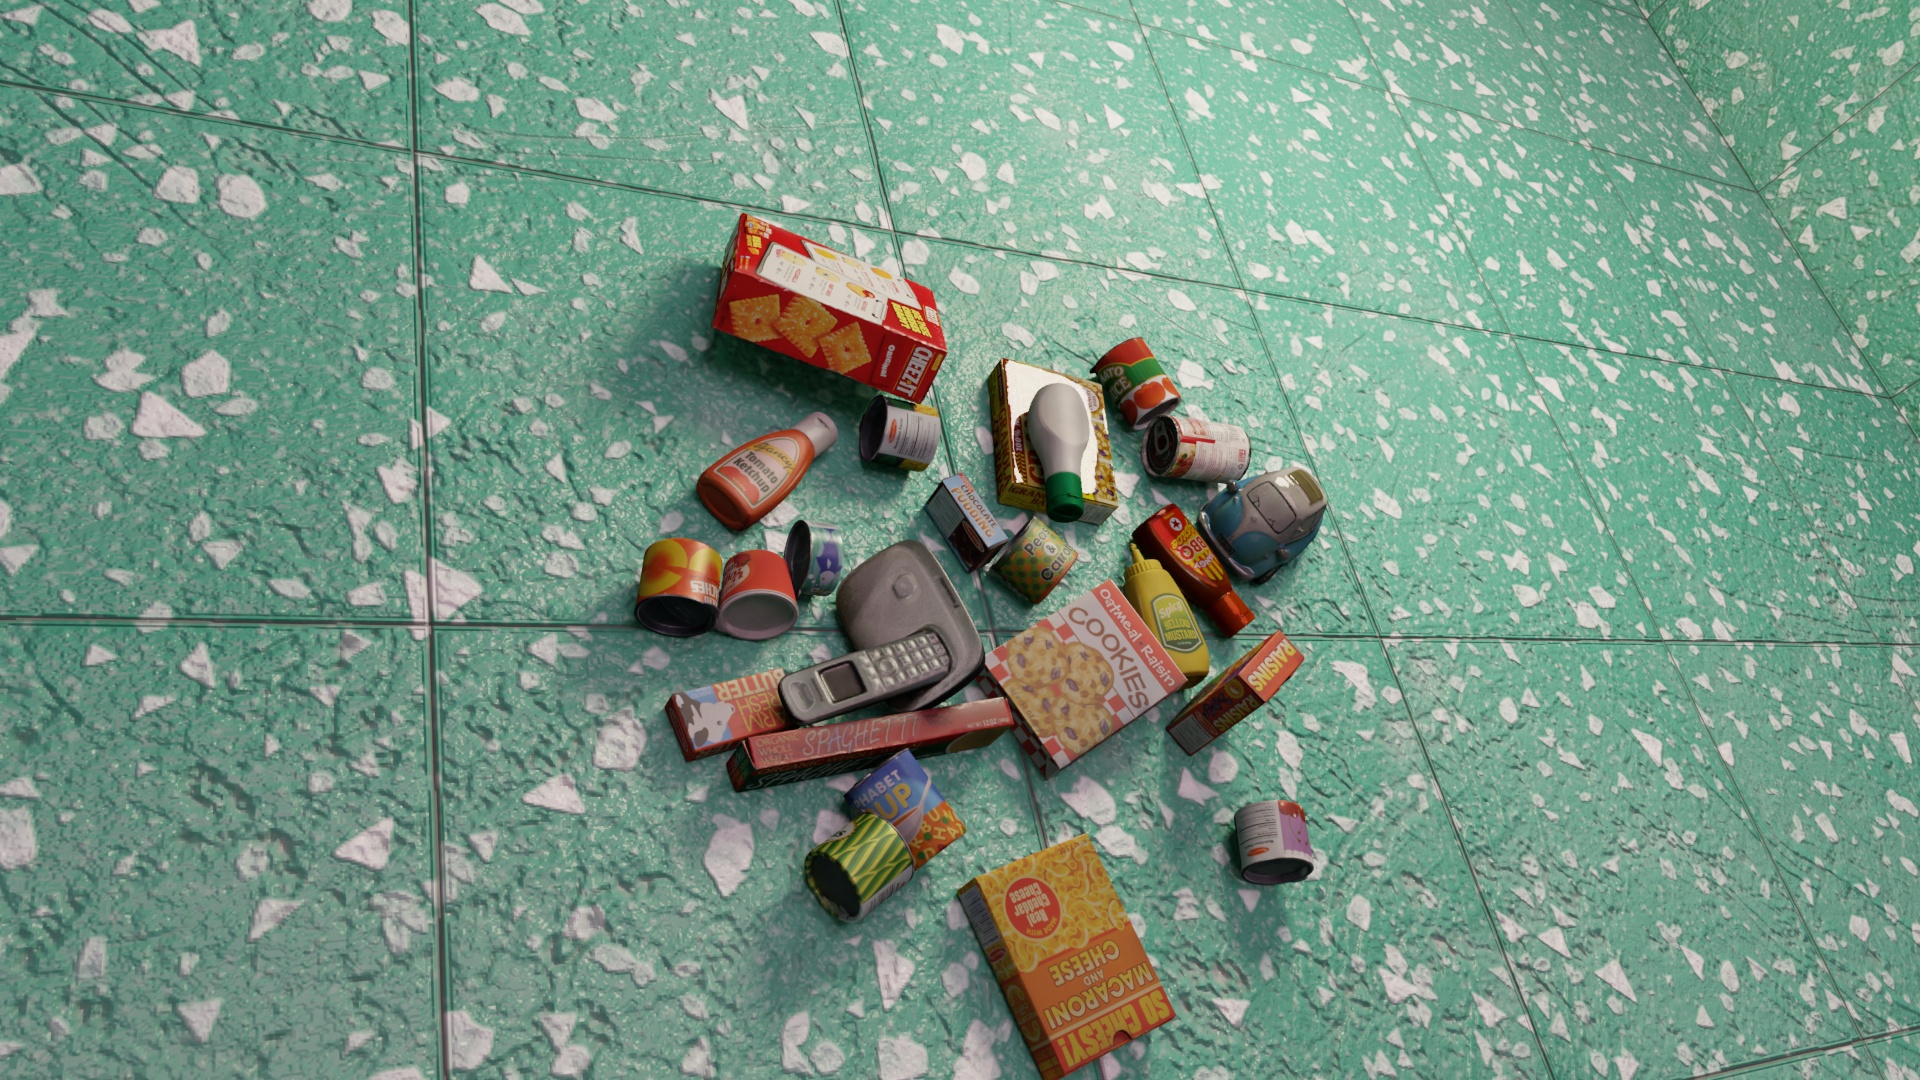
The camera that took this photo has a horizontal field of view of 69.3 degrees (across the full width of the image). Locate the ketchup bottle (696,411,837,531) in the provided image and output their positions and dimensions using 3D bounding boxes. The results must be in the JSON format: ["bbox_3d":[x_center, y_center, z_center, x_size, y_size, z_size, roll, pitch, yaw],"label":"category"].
[{"bbox_3d":[-0.171,-0.069,1.272,0.065,0.043,0.149,44,48,3],"label":"ketchup bottle"}]

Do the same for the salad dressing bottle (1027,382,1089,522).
[{"bbox_3d":[0.100,-0.088,1.390,0.064,0.043,0.148,14,54,-21],"label":"salad dressing bottle"}]

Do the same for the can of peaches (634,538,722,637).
[{"bbox_3d":[-0.230,0.038,1.146,0.071,0.071,0.058,15,52,-21],"label":"can of peaches"}]

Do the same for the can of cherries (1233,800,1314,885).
[{"bbox_3d":[0.291,0.281,1.287,0.071,0.071,0.059,14,52,-22],"label":"can of cherries"}]

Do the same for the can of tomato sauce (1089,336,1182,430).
[{"bbox_3d":[0.195,-0.173,1.542,0.071,0.071,0.083,-19,71,-38],"label":"can of tomato sauce"}]

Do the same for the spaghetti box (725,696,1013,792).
[{"bbox_3d":[-0.071,0.169,1.162,0.251,0.050,0.029,-5,62,-32],"label":"spaghetti box"}]

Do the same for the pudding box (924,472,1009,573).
[{"bbox_3d":[0.005,-0.017,1.334,0.030,0.049,0.084,-22,71,-37],"label":"pudding box"}]

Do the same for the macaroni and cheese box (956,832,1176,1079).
[{"bbox_3d":[0.087,0.340,1.143,0.124,0.040,0.167,-13,66,-35],"label":"macaroni and cheese box"}]

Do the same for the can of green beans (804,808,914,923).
[{"bbox_3d":[-0.080,0.256,1.086,0.058,0.071,0.071,-30,77,-40],"label":"can of green beans"}]

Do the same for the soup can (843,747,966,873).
[{"bbox_3d":[-0.046,0.222,1.127,0.072,0.071,0.084,-29,77,-40],"label":"soup can"}]

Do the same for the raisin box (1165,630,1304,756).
[{"bbox_3d":[0.261,0.146,1.322,0.040,0.122,0.086,48,48,7],"label":"raisin box"}]

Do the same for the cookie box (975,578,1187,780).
[{"bbox_3d":[0.111,0.126,1.289,0.168,0.040,0.123,-29,76,-30],"label":"cookie box"}]

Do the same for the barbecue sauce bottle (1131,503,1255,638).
[{"bbox_3d":[0.245,0.034,1.444,0.065,0.043,0.148,-29,77,-41],"label":"barbecue sauce bottle"}]

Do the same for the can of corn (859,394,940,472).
[{"bbox_3d":[-0.060,-0.104,1.348,0.058,0.070,0.071,11,54,-25],"label":"can of corn"}]

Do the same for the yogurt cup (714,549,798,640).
[{"bbox_3d":[-0.173,0.044,1.180,0.072,0.072,0.054,11,46,-24],"label":"yogurt cup"}]

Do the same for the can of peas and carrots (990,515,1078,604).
[{"bbox_3d":[0.073,0.018,1.335,0.059,0.070,0.071,40,48,-1],"label":"can of peas and carrots"}]

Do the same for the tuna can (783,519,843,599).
[{"bbox_3d":[-0.130,0.018,1.222,0.033,0.070,0.071,7,56,-27],"label":"tuna can"}]

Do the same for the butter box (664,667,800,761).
[{"bbox_3d":[-0.183,0.141,1.133,0.104,0.024,0.053,-11,65,-35],"label":"butter box"}]

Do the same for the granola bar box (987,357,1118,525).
[{"bbox_3d":[0.096,-0.105,1.455,0.124,0.039,0.166,12,54,-23],"label":"granola bar box"}]

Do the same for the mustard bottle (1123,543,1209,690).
[{"bbox_3d":[0.195,0.070,1.385,0.065,0.048,0.161,-4,61,-28],"label":"mustard bottle"}]
